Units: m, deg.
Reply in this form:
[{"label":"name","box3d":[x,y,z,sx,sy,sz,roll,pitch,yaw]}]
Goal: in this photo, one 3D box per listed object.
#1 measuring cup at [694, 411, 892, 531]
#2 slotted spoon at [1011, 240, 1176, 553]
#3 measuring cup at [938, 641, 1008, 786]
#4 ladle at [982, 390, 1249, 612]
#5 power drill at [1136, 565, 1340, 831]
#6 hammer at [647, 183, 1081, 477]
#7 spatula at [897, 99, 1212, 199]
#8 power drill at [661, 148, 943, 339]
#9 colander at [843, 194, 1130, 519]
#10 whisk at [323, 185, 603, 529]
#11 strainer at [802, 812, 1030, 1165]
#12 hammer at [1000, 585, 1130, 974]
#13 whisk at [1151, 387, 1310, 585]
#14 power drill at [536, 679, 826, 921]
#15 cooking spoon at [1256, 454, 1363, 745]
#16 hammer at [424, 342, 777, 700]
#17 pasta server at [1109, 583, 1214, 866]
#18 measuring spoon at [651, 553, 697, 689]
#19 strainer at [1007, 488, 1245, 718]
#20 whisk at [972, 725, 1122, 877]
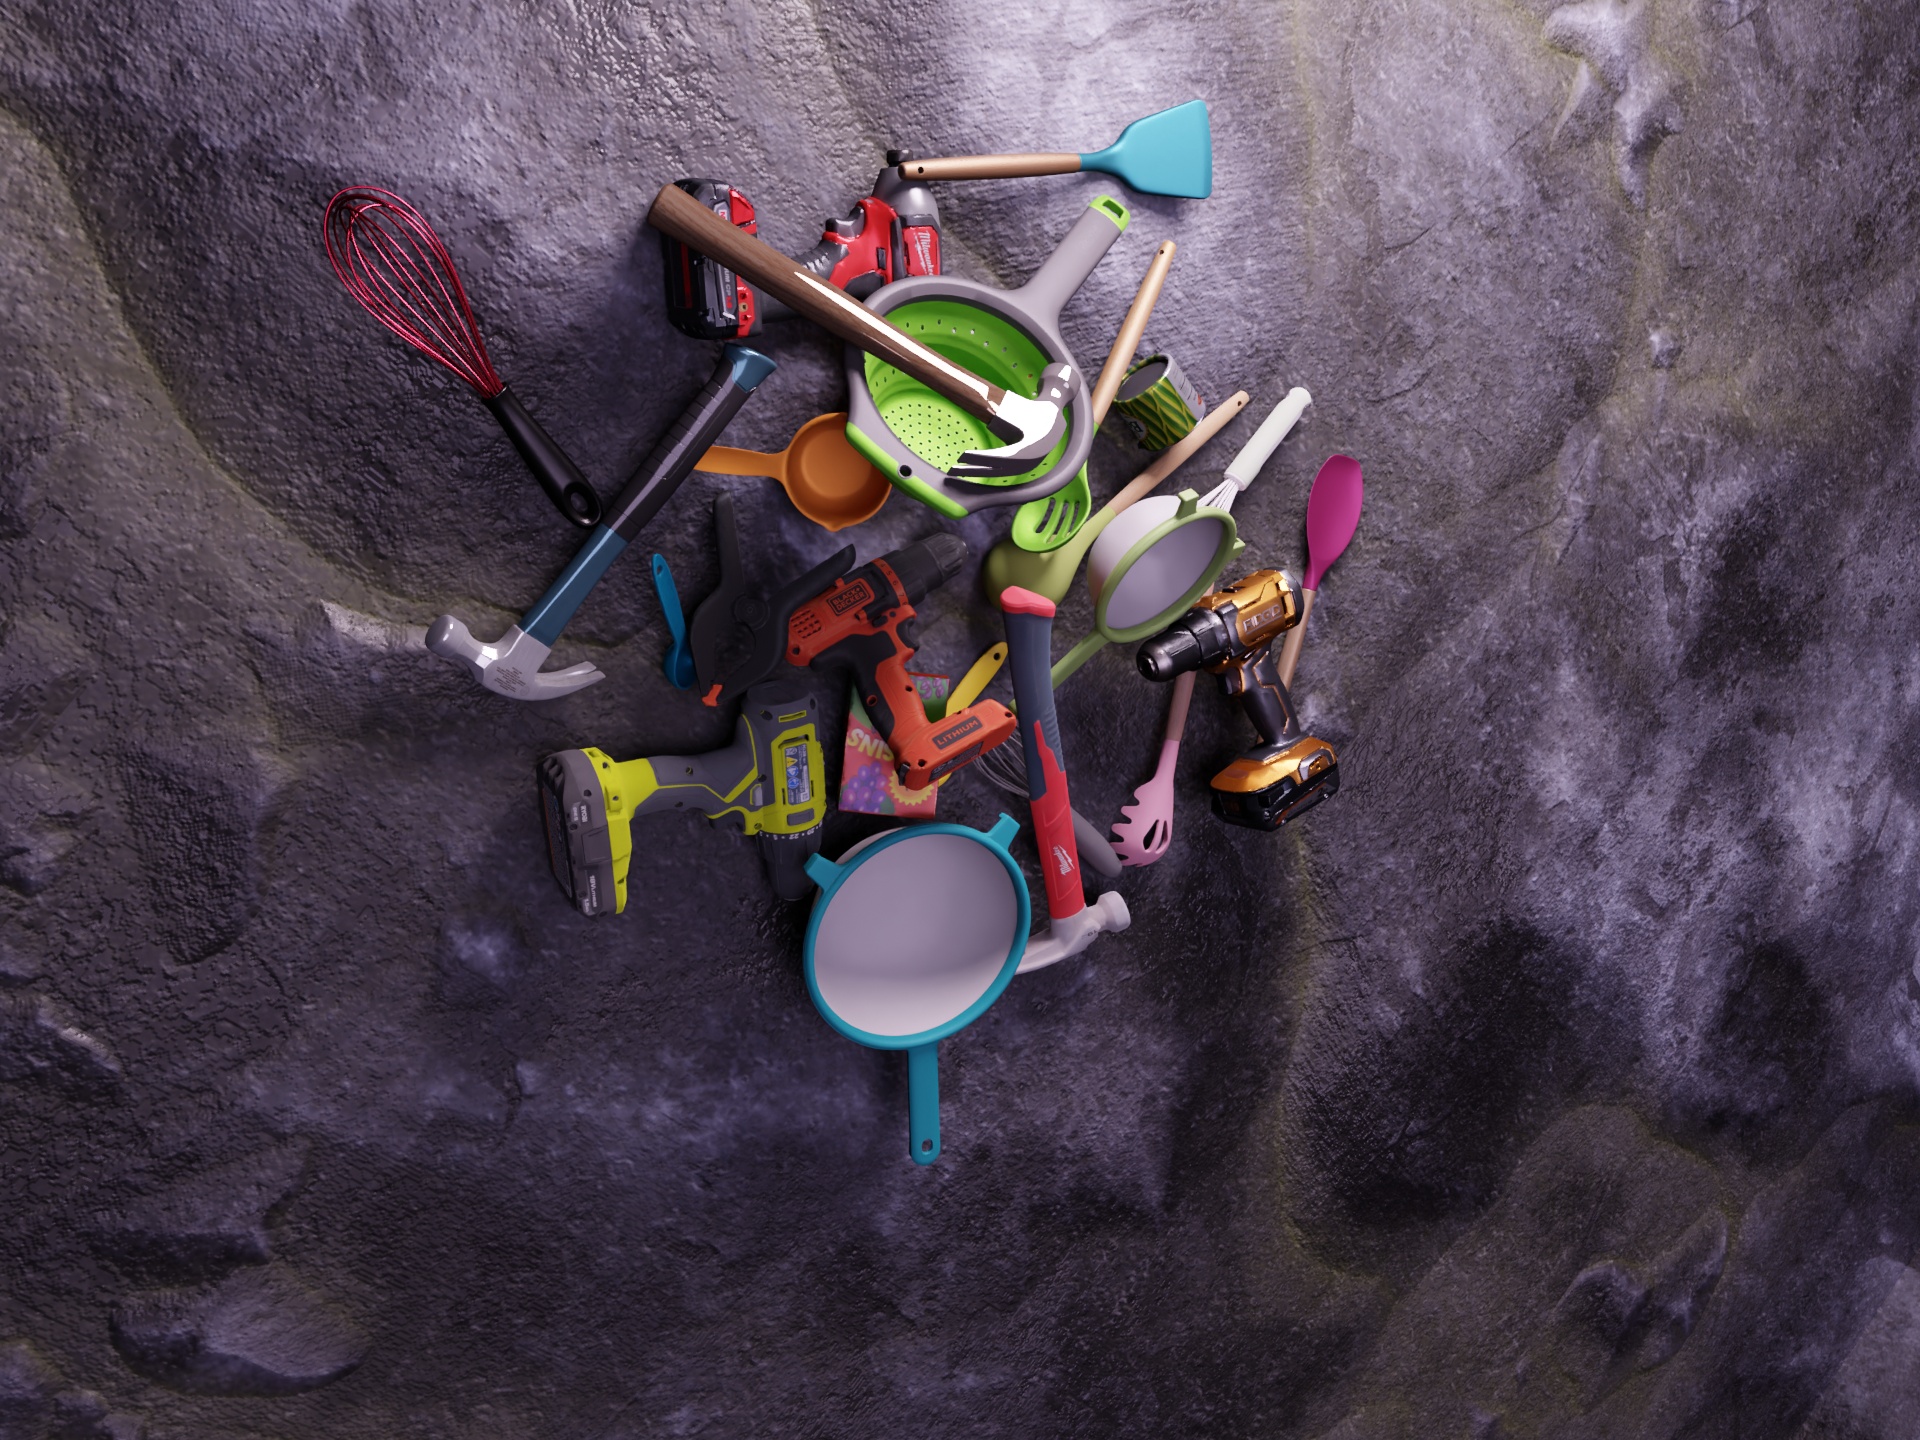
[{"label":"measuring cup","box3d":[-0.140,-0.208,1.278,0.173,0.052,0.095,6,108,-4]},{"label":"slotted spoon","box3d":[0.125,-0.279,1.379,0.031,0.070,0.314,36,74,-52]},{"label":"measuring cup","box3d":[-0.002,-0.005,1.409,0.062,0.029,0.156,39,87,-30]},{"label":"ladle","box3d":[0.146,-0.203,1.435,0.320,0.062,0.078,-42,115,-20]},{"label":"power drill","box3d":[0.259,-0.011,1.491,0.185,0.084,0.226,-26,109,-29]},{"label":"hammer","box3d":[-0.073,-0.281,1.140,0.331,0.031,0.130,29,56,-9]},{"label":"spatula","box3d":[0.082,-0.459,1.304,0.317,0.044,0.082,-18,110,-36]},{"label":"power drill","box3d":[-0.114,-0.366,1.229,0.219,0.079,0.143,-11,110,-28]},{"label":"colander","box3d":[0.030,-0.288,1.269,0.204,0.094,0.397,37,55,-5]},{"label":"whisk","box3d":[-0.350,-0.252,1.148,0.073,0.073,0.295,-42,125,-12]},{"label":"strainer","box3d":[-0.050,0.233,1.417,0.211,0.095,0.340,-11,114,-23]},{"label":"hammer","box3d":[0.063,0.060,1.400,0.143,0.038,0.386,-21,125,-14]},{"label":"whisk","box3d":[0.251,-0.216,1.479,0.059,0.058,0.246,38,79,0]},{"label":"power drill","box3d":[-0.215,0.081,1.295,0.228,0.080,0.190,-14,118,-27]},{"label":"cooking spoon","box3d":[0.336,-0.104,1.568,0.068,0.017,0.319,10,98,-31]},{"label":"hammer","box3d":[-0.256,-0.155,1.213,0.331,0.033,0.128,-53,132,-3]},{"label":"pasta server","box3d":[0.204,-0.009,1.522,0.060,0.040,0.316,9,95,-29]},{"label":"measuring spoon","box3d":[-0.232,-0.079,1.253,0.042,0.021,0.128,-60,152,-42]},{"label":"strainer","box3d":[0.124,-0.108,1.394,0.256,0.069,0.151,-43,153,12]},{"label":"whisk","box3d":[0.083,0.076,1.469,0.055,0.055,0.238,-49,123,-8]}]
